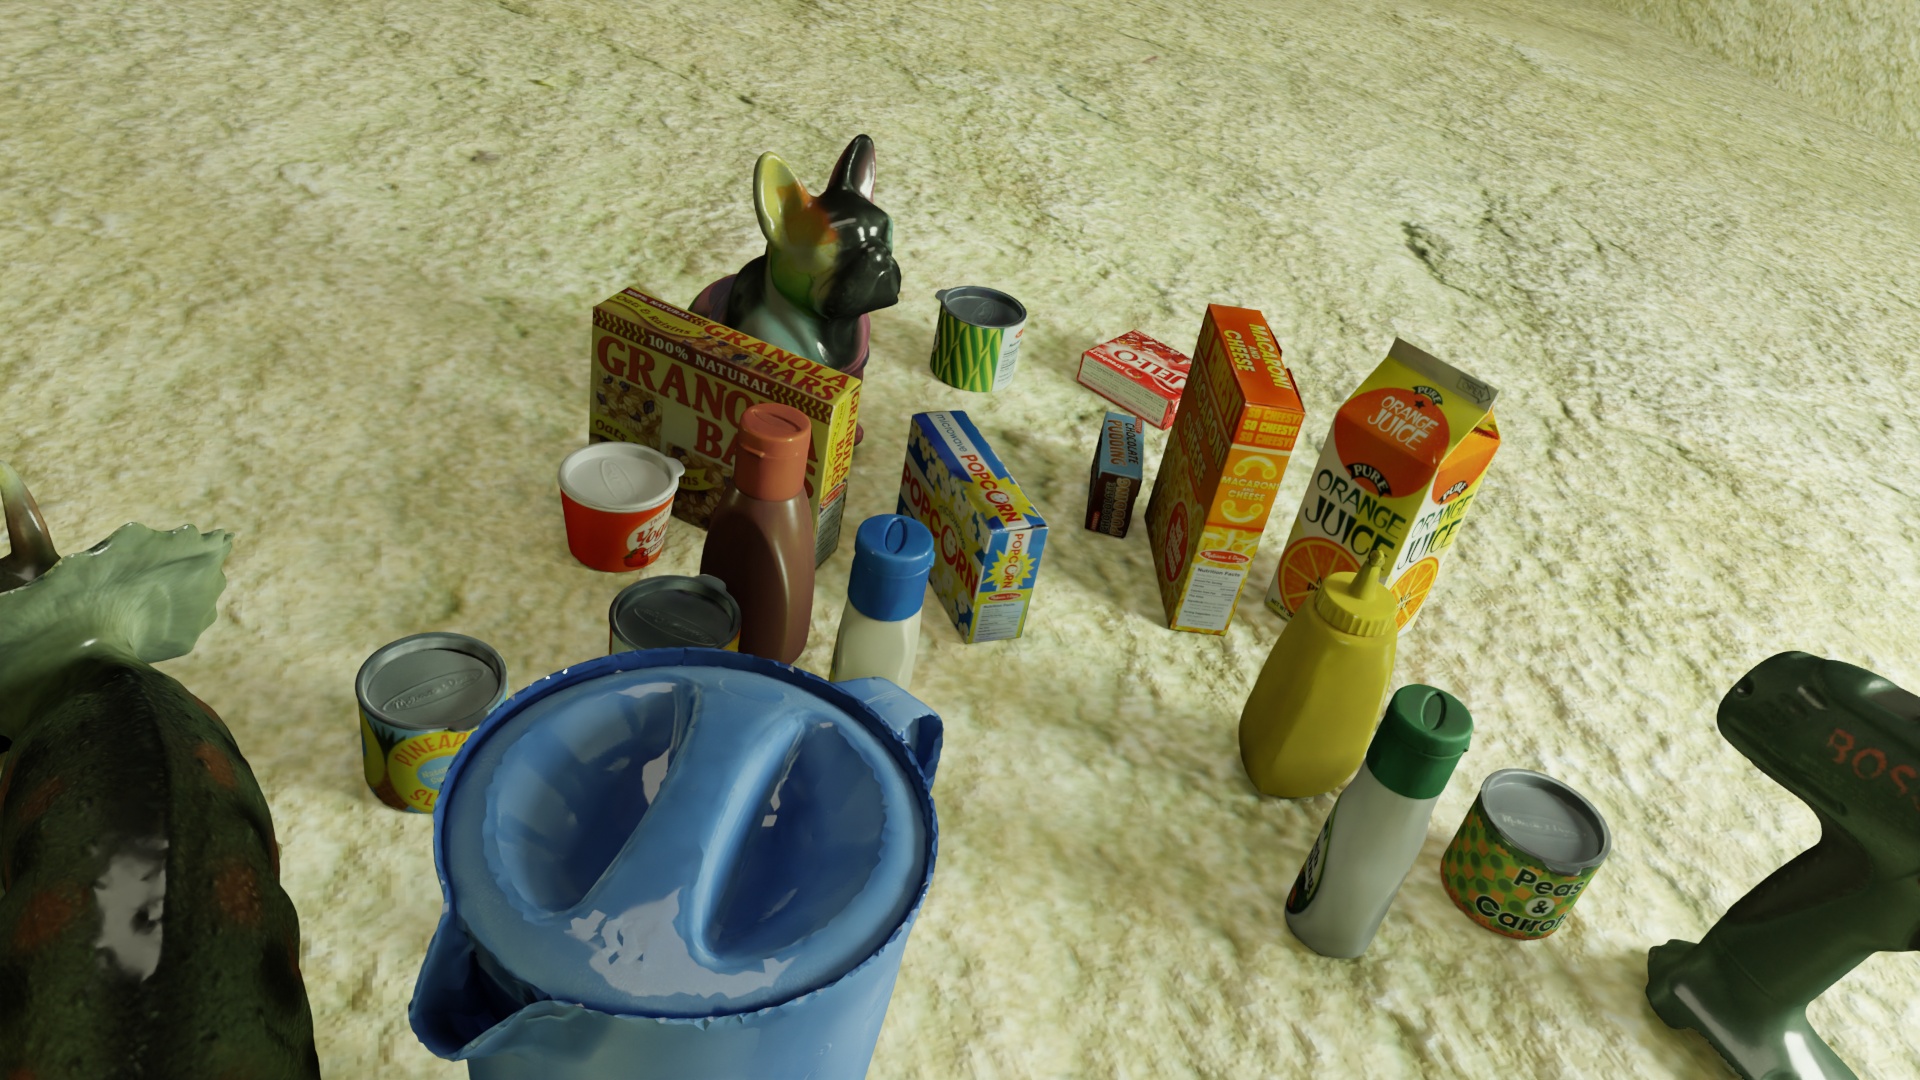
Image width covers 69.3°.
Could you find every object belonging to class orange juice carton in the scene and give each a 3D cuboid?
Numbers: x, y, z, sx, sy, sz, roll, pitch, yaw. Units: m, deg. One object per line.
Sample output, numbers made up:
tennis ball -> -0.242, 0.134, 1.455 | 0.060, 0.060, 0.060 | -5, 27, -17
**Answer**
orange juice carton -> 0.259, -0.025, 0.842 | 0.073, 0.191, 0.072 | -20, 46, -37

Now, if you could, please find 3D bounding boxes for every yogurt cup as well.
yogurt cup -> -0.201, -0.018, 0.814 | 0.072, 0.053, 0.073 | 8, 36, -6

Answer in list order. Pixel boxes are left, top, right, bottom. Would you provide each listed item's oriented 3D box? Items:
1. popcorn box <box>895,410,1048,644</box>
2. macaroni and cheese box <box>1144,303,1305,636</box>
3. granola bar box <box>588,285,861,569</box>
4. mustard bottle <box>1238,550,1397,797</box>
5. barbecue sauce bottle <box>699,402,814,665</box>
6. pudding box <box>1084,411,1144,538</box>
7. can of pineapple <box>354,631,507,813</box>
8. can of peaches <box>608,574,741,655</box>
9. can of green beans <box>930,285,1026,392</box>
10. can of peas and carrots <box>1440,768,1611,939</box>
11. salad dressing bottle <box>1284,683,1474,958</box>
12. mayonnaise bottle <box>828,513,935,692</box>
popcorn box -> 0.003, -0.011, 0.838 | 0.038, 0.084, 0.127 | -6, 39, -24
macaroni and cheese box -> 0.160, -0.044, 0.861 | 0.040, 0.165, 0.124 | 7, 36, -7
granola bar box -> -0.145, -0.066, 0.837 | 0.166, 0.123, 0.039 | 24, 37, 15
mustard bottle -> 0.194, 0.066, 0.726 | 0.065, 0.159, 0.049 | 1, 37, -16
barbecue sauce bottle -> -0.106, -0.001, 0.739 | 0.065, 0.147, 0.044 | 25, 37, 17
pudding box -> 0.106, -0.046, 0.948 | 0.030, 0.049, 0.084 | 13, 35, 1
can of pineapple -> -0.247, 0.087, 0.653 | 0.071, 0.057, 0.071 | 8, 36, -6
can of peaches -> -0.148, 0.059, 0.721 | 0.071, 0.057, 0.071 | 8, 36, -6
can of green beans -> 0.013, -0.154, 1.061 | 0.071, 0.057, 0.071 | 8, 36, -6
can of peas and carrots -> 0.288, 0.162, 0.709 | 0.071, 0.058, 0.071 | 8, 36, -6
salad dressing bottle -> 0.194, 0.132, 0.646 | 0.044, 0.146, 0.064 | 23, 37, 14
mayonnaise bottle -> -0.043, 0.056, 0.680 | 0.041, 0.147, 0.065 | 11, 35, -2
